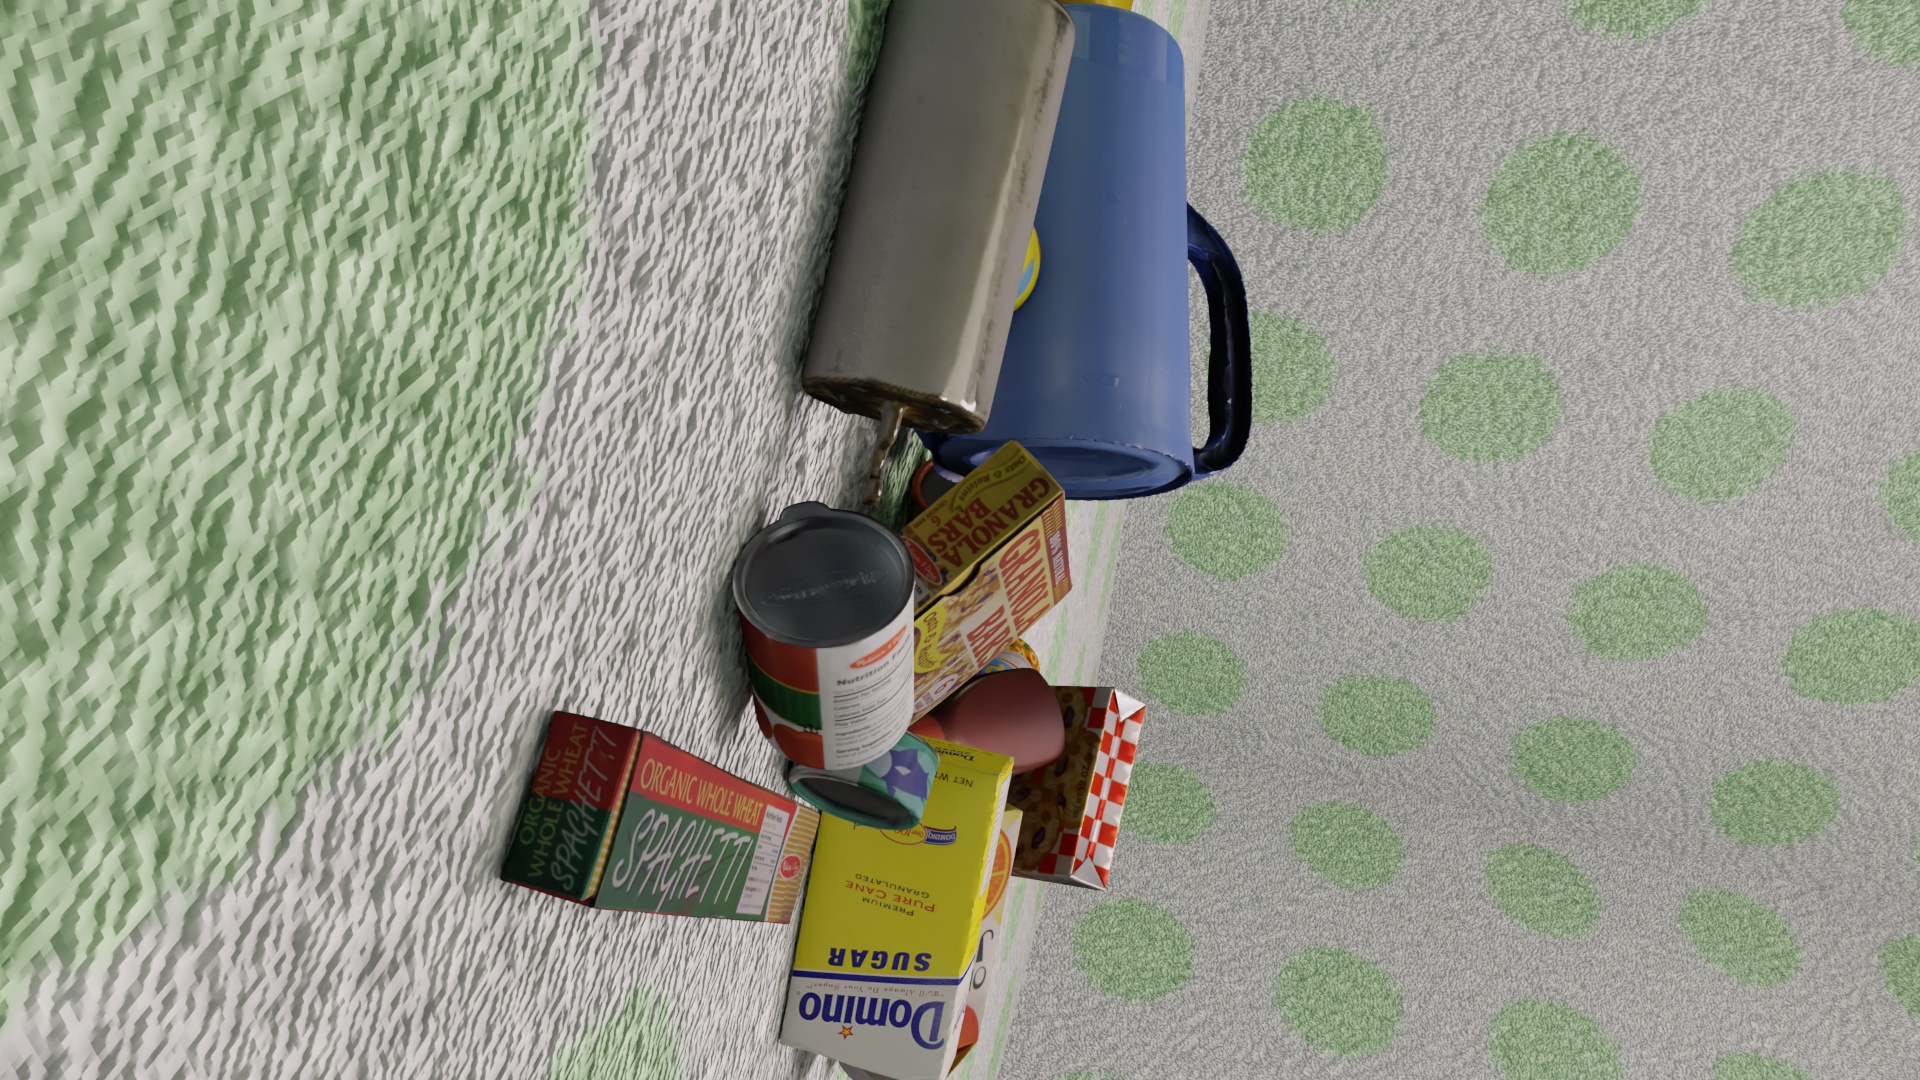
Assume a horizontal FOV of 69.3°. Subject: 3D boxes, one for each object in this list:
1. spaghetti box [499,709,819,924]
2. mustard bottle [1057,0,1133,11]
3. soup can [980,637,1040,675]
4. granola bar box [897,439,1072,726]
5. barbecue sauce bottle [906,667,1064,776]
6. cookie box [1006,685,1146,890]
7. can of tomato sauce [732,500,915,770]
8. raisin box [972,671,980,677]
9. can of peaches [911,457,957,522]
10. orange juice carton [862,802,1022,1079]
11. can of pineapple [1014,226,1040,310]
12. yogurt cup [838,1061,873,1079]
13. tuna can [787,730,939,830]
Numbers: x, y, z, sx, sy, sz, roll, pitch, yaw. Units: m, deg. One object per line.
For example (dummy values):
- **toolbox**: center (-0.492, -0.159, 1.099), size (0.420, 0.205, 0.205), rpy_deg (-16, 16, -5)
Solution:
- **spaghetti box**: center (-0.092, 0.104, 0.486), size (0.249, 0.029, 0.050), rpy_deg (70, 32, -73)
- **mustard bottle**: center (0.057, -0.321, 0.746), size (0.160, 0.065, 0.049), rpy_deg (41, 65, -75)
- **soup can**: center (0.025, 0.117, 1.068), size (0.084, 0.071, 0.071), rpy_deg (-64, 163, -58)
- **granola bar box**: center (-0.002, 0.029, 0.700), size (0.124, 0.039, 0.165), rpy_deg (-40, 163, -7)
- **barbecue sauce bottle**: center (0.001, 0.115, 0.826), size (0.149, 0.043, 0.065), rpy_deg (-4, 71, -51)
- **cookie box**: center (0.034, 0.159, 0.926), size (0.040, 0.167, 0.123), rpy_deg (31, 66, -39)
- **can of tomato sauce**: center (-0.052, 0.038, 0.537), size (0.082, 0.071, 0.071), rpy_deg (92, 14, -48)
- **raisin box**: center (-0.007, 0.054, 0.901), size (0.123, 0.040, 0.086), rpy_deg (70, 32, -74)
- **can of peaches**: center (0.003, -0.010, 0.800), size (0.057, 0.071, 0.071), rpy_deg (93, 13, -45)
- **orange juice carton**: center (-0.029, 0.239, 0.822), size (0.073, 0.072, 0.192), rpy_deg (1, 104, -45)
- **can of pineapple**: center (0.001, -0.134, 0.634), size (0.058, 0.071, 0.071), rpy_deg (25, 77, -81)
- **yogurt cup**: center (-0.048, 0.326, 0.919), size (0.054, 0.072, 0.072), rpy_deg (-28, 129, -68)
- **tuna can**: center (-0.044, 0.110, 0.653), size (0.070, 0.071, 0.033), rpy_deg (85, 21, -61)
